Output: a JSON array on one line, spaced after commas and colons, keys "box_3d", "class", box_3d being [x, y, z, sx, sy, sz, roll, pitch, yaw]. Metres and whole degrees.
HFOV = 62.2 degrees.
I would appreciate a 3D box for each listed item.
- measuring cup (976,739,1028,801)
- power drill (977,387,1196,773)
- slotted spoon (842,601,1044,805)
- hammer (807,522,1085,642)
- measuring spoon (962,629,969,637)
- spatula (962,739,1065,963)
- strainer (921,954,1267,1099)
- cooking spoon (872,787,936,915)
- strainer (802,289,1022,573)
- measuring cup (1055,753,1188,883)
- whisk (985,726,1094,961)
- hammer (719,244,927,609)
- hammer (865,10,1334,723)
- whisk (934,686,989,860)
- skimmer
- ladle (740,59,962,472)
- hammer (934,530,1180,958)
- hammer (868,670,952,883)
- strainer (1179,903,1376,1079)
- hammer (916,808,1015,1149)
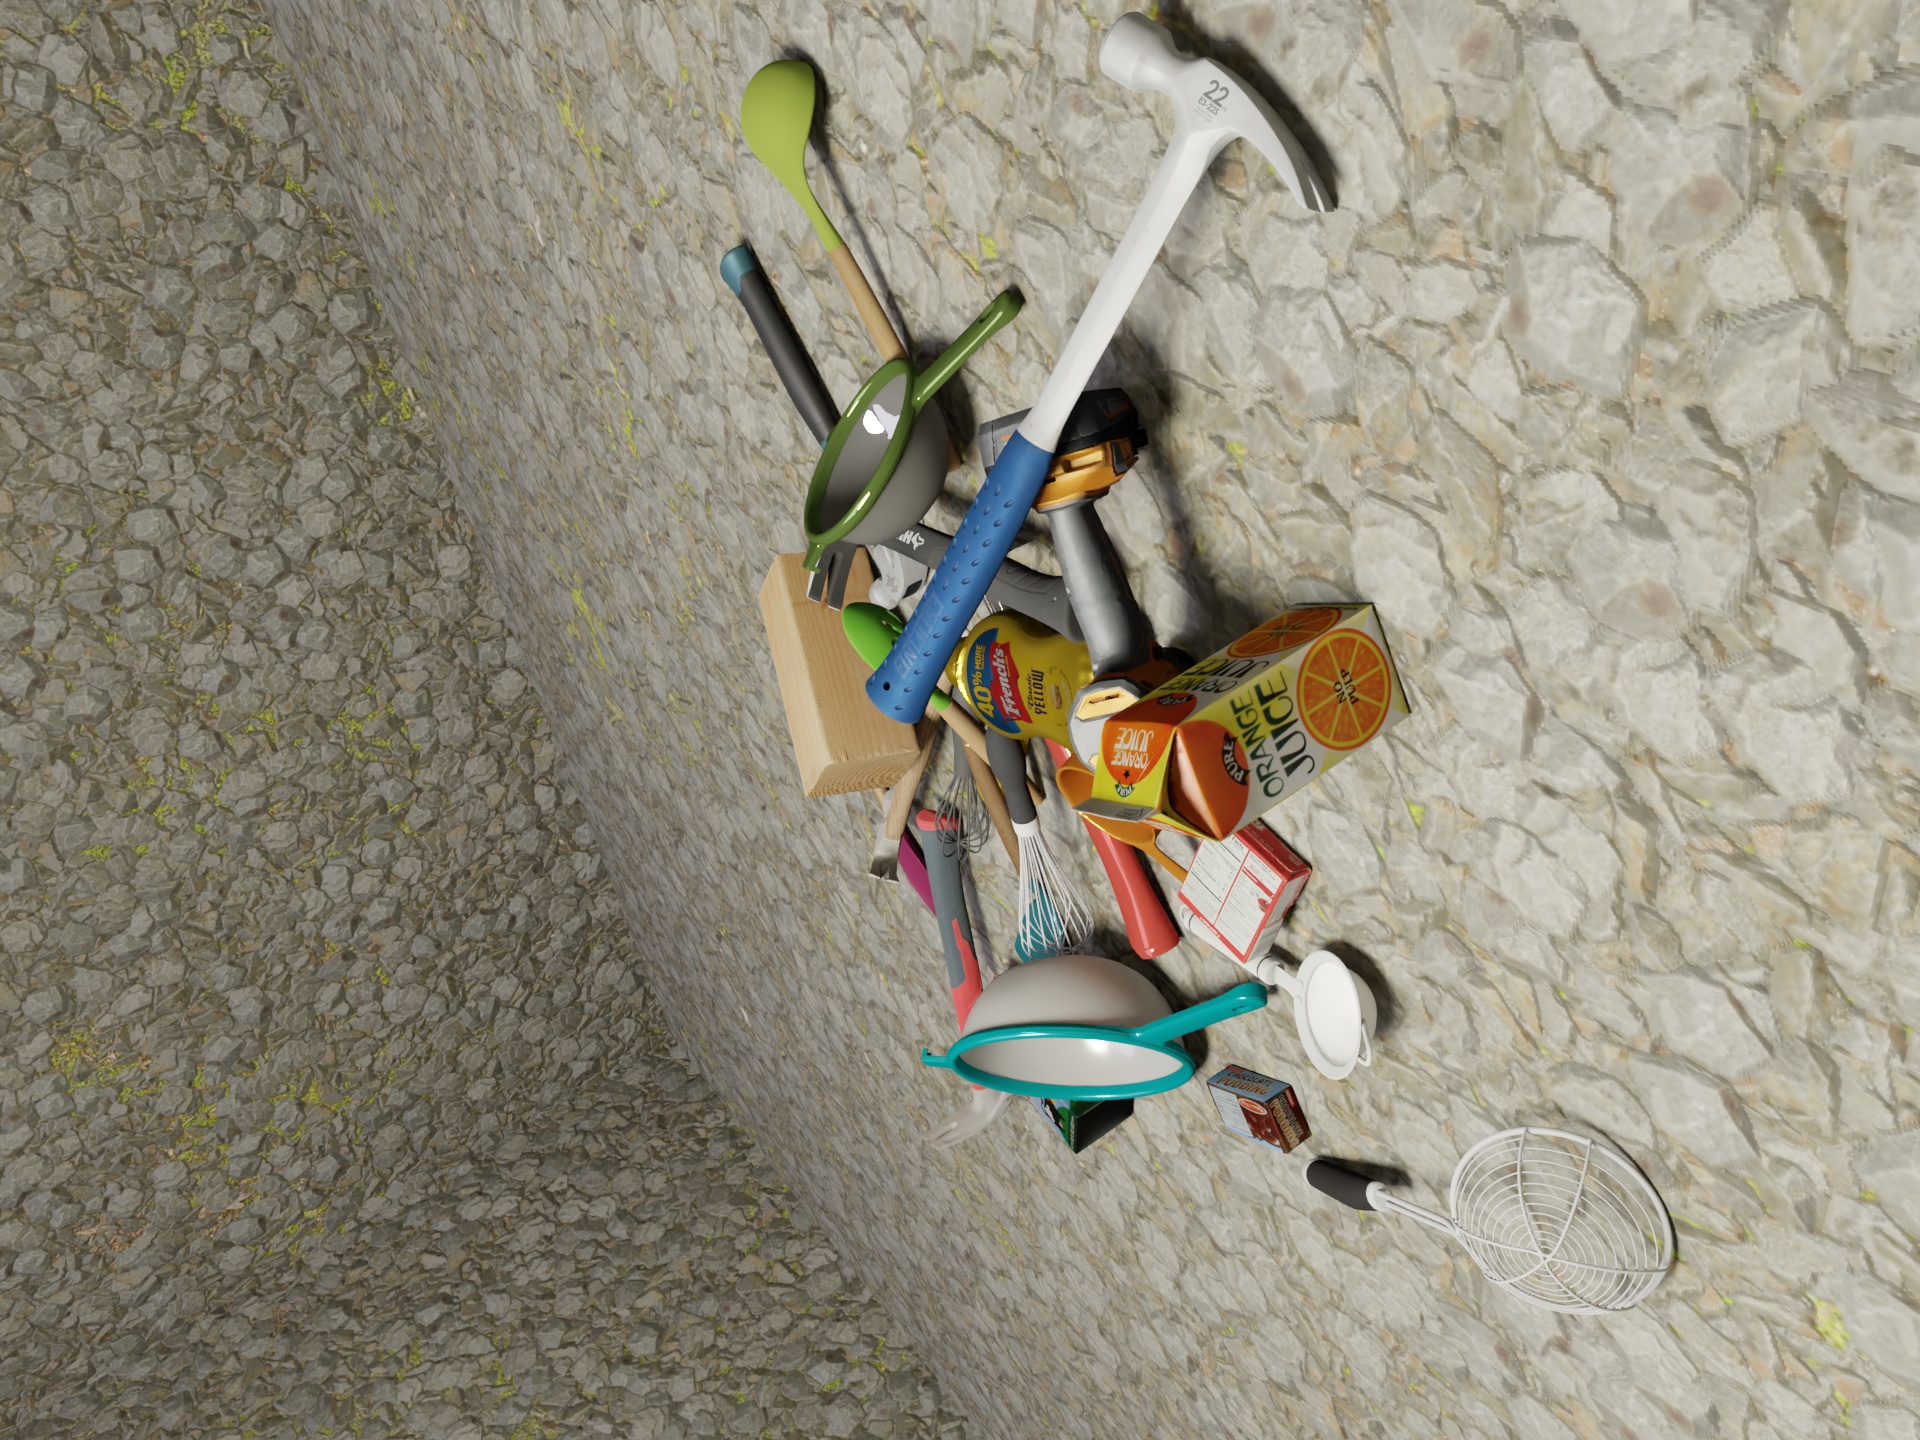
[{"box_3d": [0.039, 0.035, 1.382, 0.062, 0.029, 0.156, 50, 158, 24], "class": "measuring cup"}, {"box_3d": [0.095, -0.089, 0.997, 0.084, 0.185, 0.226, -14, 97, 22], "class": "power drill"}, {"box_3d": [-0.002, -0.004, 1.269, 0.313, 0.031, 0.070, 46, -155, -50], "class": "slotted spoon"}, {"box_3d": [-0.009, -0.117, 1.183, 0.035, 0.146, 0.335, 21, -174, -38], "class": "hammer"}, {"box_3d": [0.010, -0.055, 1.355, 0.124, 0.018, 0.034, 46, 154, 34], "class": "measuring spoon"}, {"box_3d": [0.045, 0.129, 1.427, 0.082, 0.044, 0.317, 44, 163, 45], "class": "spatula"}, {"box_3d": [0.131, 0.233, 1.322, 0.340, 0.210, 0.095, -34, 45, 49], "class": "strainer"}, {"box_3d": [-0.087, 0.072, 1.716, 0.319, 0.017, 0.069, 64, 157, -9], "class": "cooking spoon"}, {"box_3d": [-0.020, -0.210, 1.140, 0.069, 0.152, 0.256, 27, 138, -26], "class": "strainer"}, {"box_3d": [0.151, 0.073, 1.180, 0.173, 0.052, 0.095, 41, 160, -12], "class": "measuring cup"}, {"box_3d": [0.063, 0.108, 1.345, 0.070, 0.070, 0.284, 36, 151, 46], "class": "whisk"}, {"box_3d": [-0.120, -0.256, 1.379, 0.331, 0.033, 0.128, 62, 159, -1], "class": "hammer"}, {"box_3d": [0.050, -0.160, 0.873, 0.144, 0.035, 0.405, 42, 122, 20], "class": "hammer"}, {"box_3d": [0.002, 0.045, 1.458, 0.055, 0.055, 0.238, 45, 149, 35], "class": "whisk"}, {"box_3d": [0.336, 0.320, 1.088, 0.127, 0.090, 0.363, 58, 168, 1], "class": "skimmer"}, {"box_3d": [-0.070, -0.334, 1.187, 0.078, 0.062, 0.320, 3, 126, 61], "class": "ladle"}, {"box_3d": [0.089, 0.024, 1.257, 0.359, 0.036, 0.149, 64, 158, -6], "class": "hammer"}, {"box_3d": [-0.045, 0.044, 1.515, 0.331, 0.031, 0.130, 109, 174, -52], "class": "hammer"}, {"box_3d": [0.229, 0.181, 1.140, 0.259, 0.050, 0.087, -148, 58, -60], "class": "strainer"}, {"box_3d": [-0.009, 0.266, 1.642, 0.038, 0.143, 0.386, 25, 134, 48], "class": "hammer"}]
